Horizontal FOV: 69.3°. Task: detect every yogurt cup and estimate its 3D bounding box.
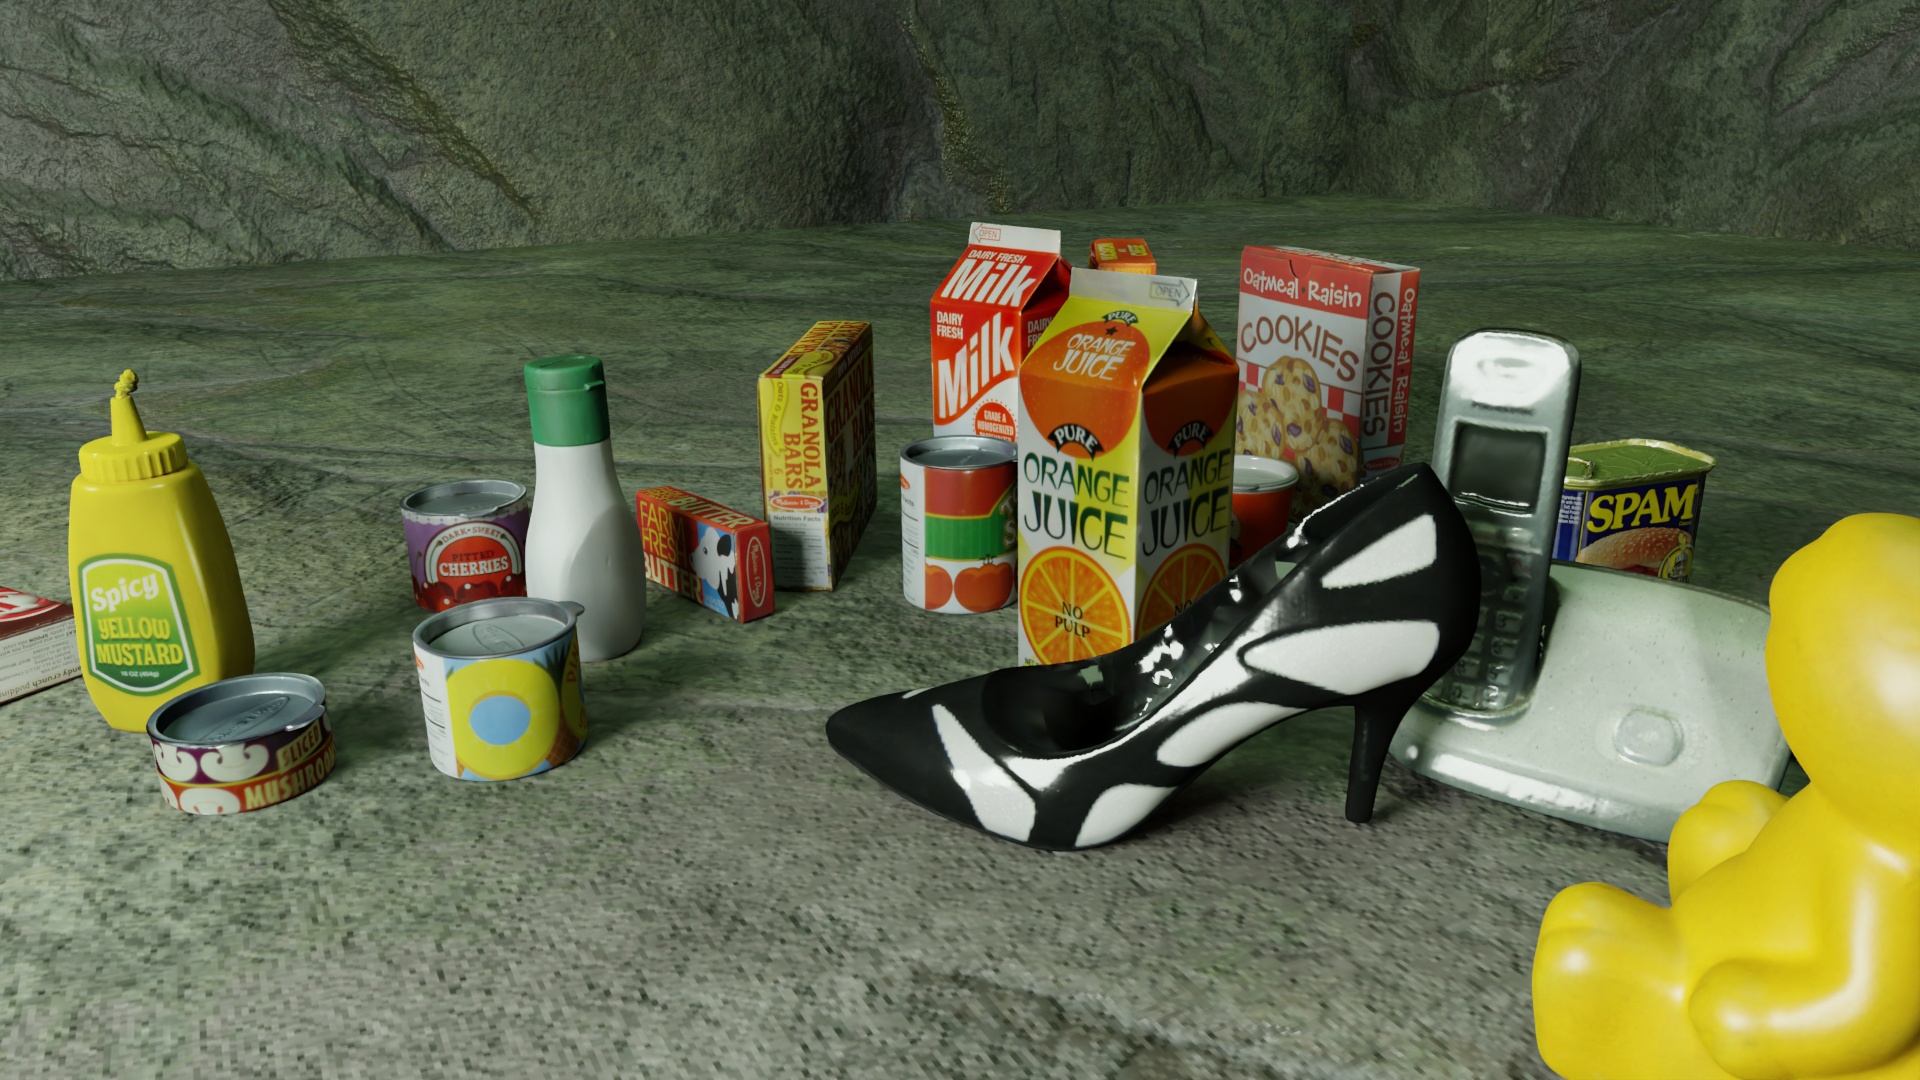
[{"bbox_3d":[0.163,-0.017,0.820,0.072,0.053,0.072,0,19,0],"label":"yogurt cup"}]

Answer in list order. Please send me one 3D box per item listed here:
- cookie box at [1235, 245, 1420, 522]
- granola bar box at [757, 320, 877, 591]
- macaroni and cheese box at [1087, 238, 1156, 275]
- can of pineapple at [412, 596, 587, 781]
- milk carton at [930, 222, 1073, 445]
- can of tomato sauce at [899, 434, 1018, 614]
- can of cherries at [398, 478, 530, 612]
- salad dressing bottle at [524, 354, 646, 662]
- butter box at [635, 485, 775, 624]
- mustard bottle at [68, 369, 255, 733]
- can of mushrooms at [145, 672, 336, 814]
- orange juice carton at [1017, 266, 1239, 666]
[{"bbox_3d":[0.223,-0.094,0.869,0.040,0.166,0.123,-9,21,-25],"label":"cookie box"},{"bbox_3d":[-0.082,-0.056,0.832,0.039,0.123,0.166,1,19,5],"label":"granola bar box"},{"bbox_3d":[0.102,-0.107,0.910,0.040,0.165,0.124,1,19,4],"label":"macaroni and cheese box"},{"bbox_3d":[-0.193,0.062,0.593,0.071,0.057,0.071,0,19,0],"label":"can of pineapple"},{"bbox_3d":[0.032,-0.091,0.830,0.072,0.189,0.074,16,25,40],"label":"milk carton"},{"bbox_3d":[0.003,-0.009,0.757,0.071,0.082,0.071,-1,19,0],"label":"can of tomato sauce"},{"bbox_3d":[-0.270,0.003,0.766,0.071,0.058,0.072,0,19,0],"label":"can of cherries"},{"bbox_3d":[-0.187,-0.016,0.681,0.044,0.147,0.064,9,21,27],"label":"salad dressing bottle"},{"bbox_3d":[-0.142,0.006,0.764,0.024,0.053,0.103,-17,25,-39],"label":"butter box"},{"bbox_3d":[-0.355,0.005,0.607,0.065,0.159,0.049,-1,18,-2],"label":"mustard bottle"},{"bbox_3d":[-0.293,0.083,0.572,0.071,0.033,0.071,0,19,0],"label":"can of mushrooms"},{"bbox_3d":[0.076,-0.027,0.638,0.073,0.192,0.072,-18,25,-41],"label":"orange juice carton"}]
